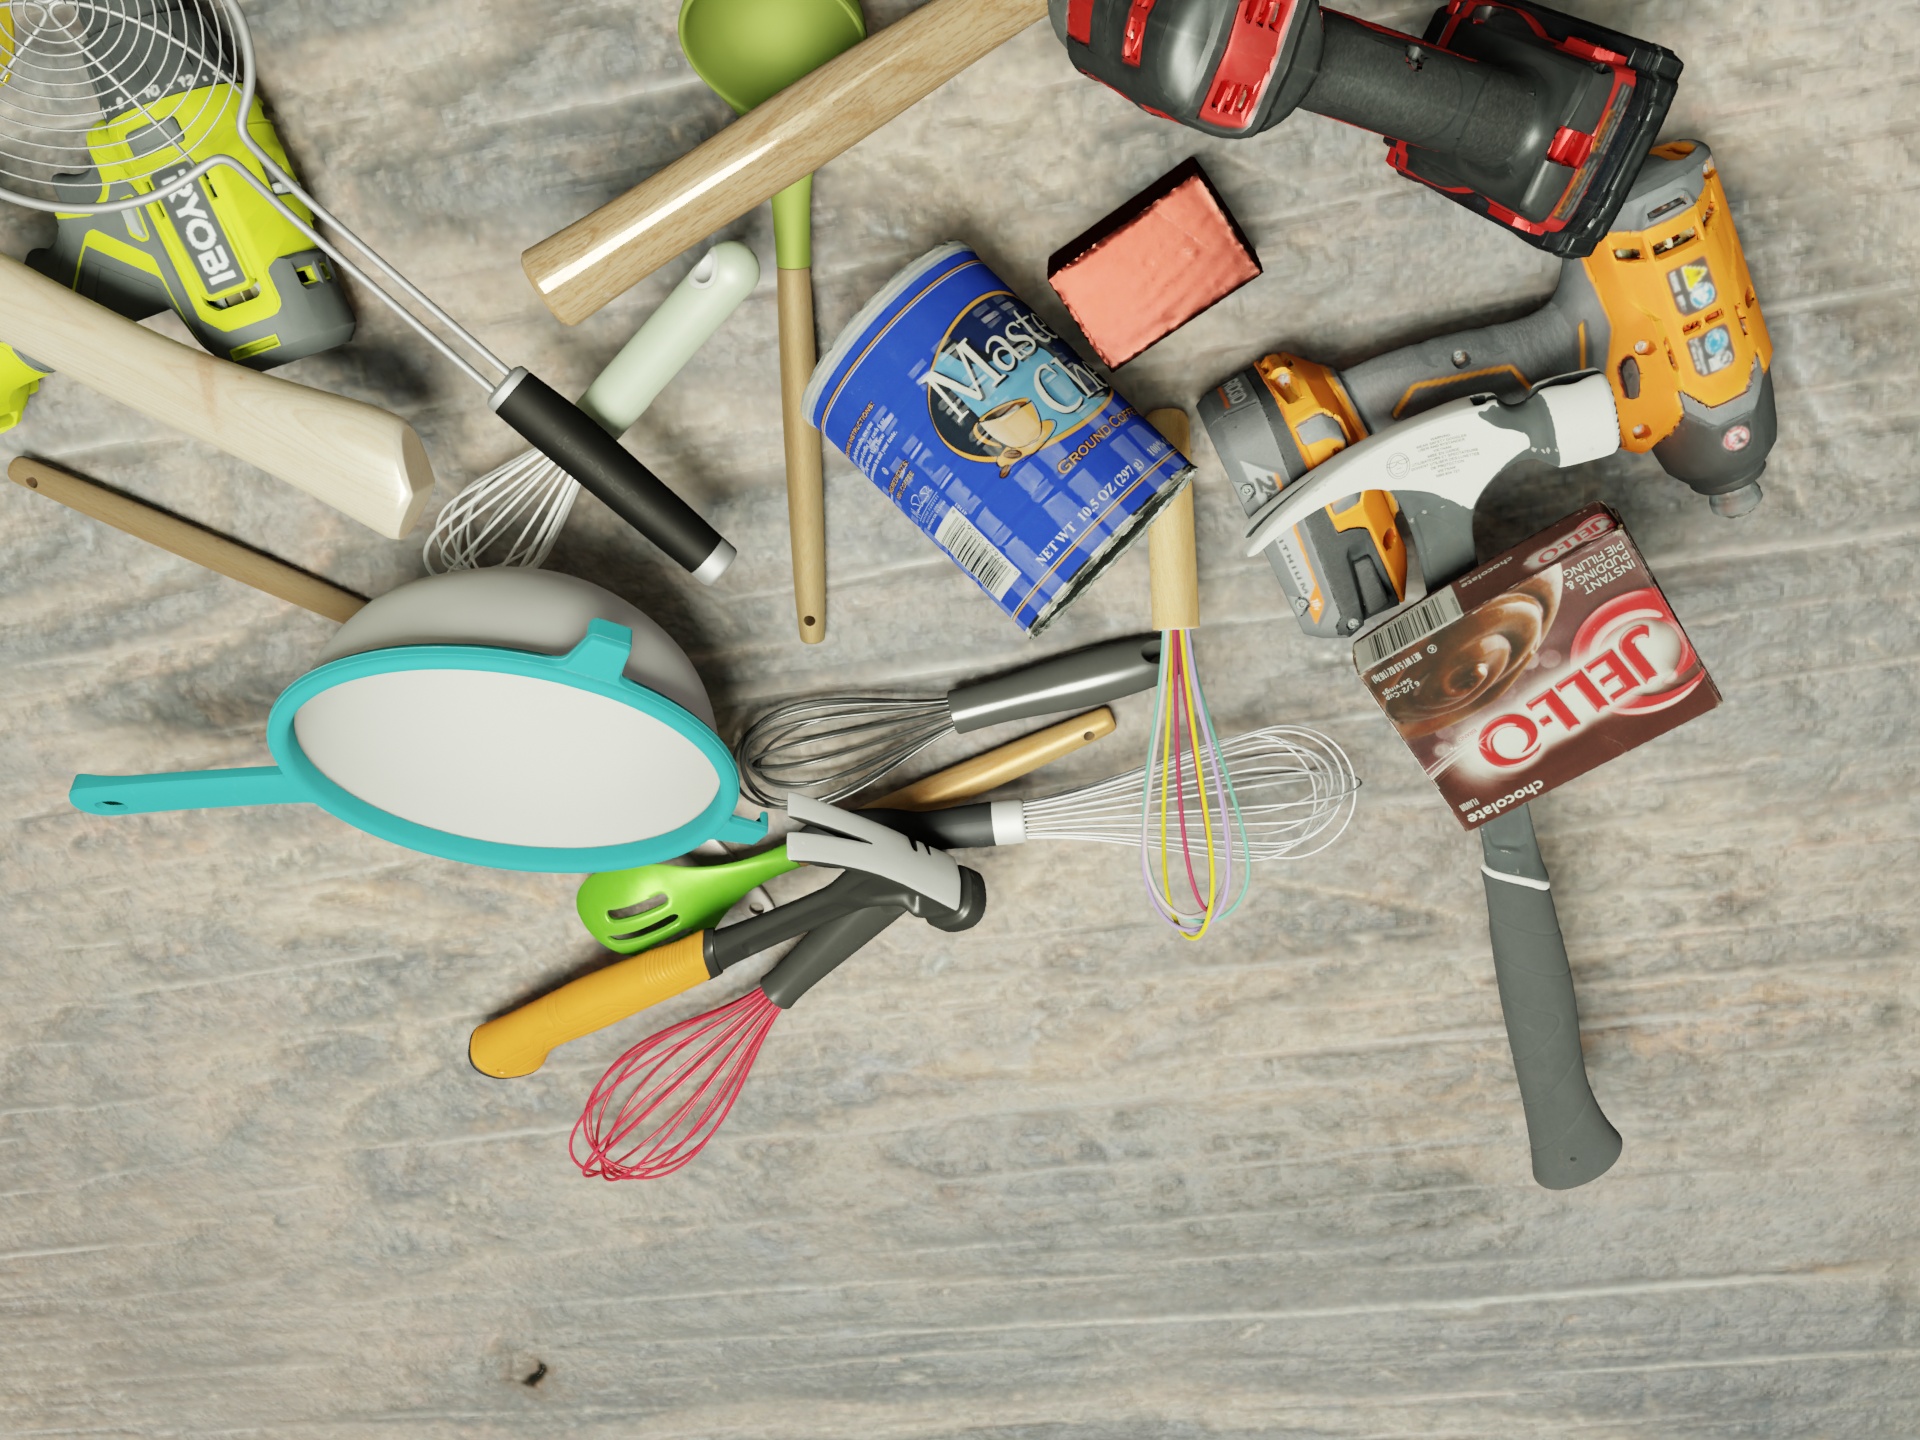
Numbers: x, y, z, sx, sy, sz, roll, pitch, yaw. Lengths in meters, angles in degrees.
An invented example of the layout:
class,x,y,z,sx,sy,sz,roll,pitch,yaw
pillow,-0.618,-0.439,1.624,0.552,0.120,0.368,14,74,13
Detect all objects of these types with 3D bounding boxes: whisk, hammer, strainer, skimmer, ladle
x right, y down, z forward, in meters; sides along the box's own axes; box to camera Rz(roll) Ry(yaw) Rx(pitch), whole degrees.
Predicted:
class,x,y,z,sx,sy,sz,roll,pitch,yaw
whisk,-0.001,-0.002,0.797,0.239,0.055,0.055,-15,114,8
whisk,-0.115,0.164,0.887,0.073,0.073,0.296,42,107,-15
whisk,0.103,-0.021,0.733,0.051,0.047,0.245,-3,91,11
whisk,-0.171,-0.132,0.732,0.059,0.058,0.246,15,137,-44
hammer,-0.029,-0.257,0.626,0.331,0.031,0.129,-30,129,7
hammer,-0.421,-0.179,0.669,0.410,0.038,0.146,28,110,-7
strainer,-0.269,-0.006,0.768,0.340,0.095,0.210,-4,150,12
whisk,0.056,0.047,0.793,0.284,0.070,0.070,-7,116,5
skimmer,-0.238,-0.166,0.637,0.363,0.090,0.127,41,109,-19
hammer,-0.152,0.127,0.829,0.337,0.034,0.127,-27,142,32
ladle,-0.076,-0.174,0.714,0.078,0.062,0.320,3,119,5
hammer,0.240,0.054,0.712,0.149,0.036,0.408,-13,116,14

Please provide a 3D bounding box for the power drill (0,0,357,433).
class,x,y,z,sx,sy,sz,roll,pitch,yaw
power drill,-0.408,-0.227,0.709,0.228,0.080,0.190,-16,109,11

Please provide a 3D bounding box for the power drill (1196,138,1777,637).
class,x,y,z,sx,sy,sz,roll,pitch,yaw
power drill,0.237,-0.125,0.694,0.226,0.084,0.164,-26,112,13

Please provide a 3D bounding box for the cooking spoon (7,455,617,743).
class,x,y,z,sx,sy,sz,roll,pitch,yaw
cooking spoon,-0.328,-0.063,0.814,0.319,0.017,0.068,24,116,-7

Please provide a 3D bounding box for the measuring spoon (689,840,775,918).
class,x,y,z,sx,sy,sz,roll,pitch,yaw
measuring spoon,-0.141,0.071,0.863,0.034,0.018,0.124,-33,110,19

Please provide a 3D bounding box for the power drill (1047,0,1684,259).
class,x,y,z,sx,sy,sz,roll,pitch,yaw
power drill,0.137,-0.242,0.584,0.219,0.143,0.078,3,122,-27

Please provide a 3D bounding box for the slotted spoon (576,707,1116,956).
class,x,y,z,sx,sy,sz,roll,pitch,yaw
slotted spoon,-0.064,0.059,0.836,0.314,0.031,0.070,-23,124,11

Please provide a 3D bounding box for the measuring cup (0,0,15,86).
class,x,y,z,sx,sy,sz,roll,pitch,yaw
measuring cup,-0.393,-0.337,0.651,0.062,0.029,0.156,0,96,11
